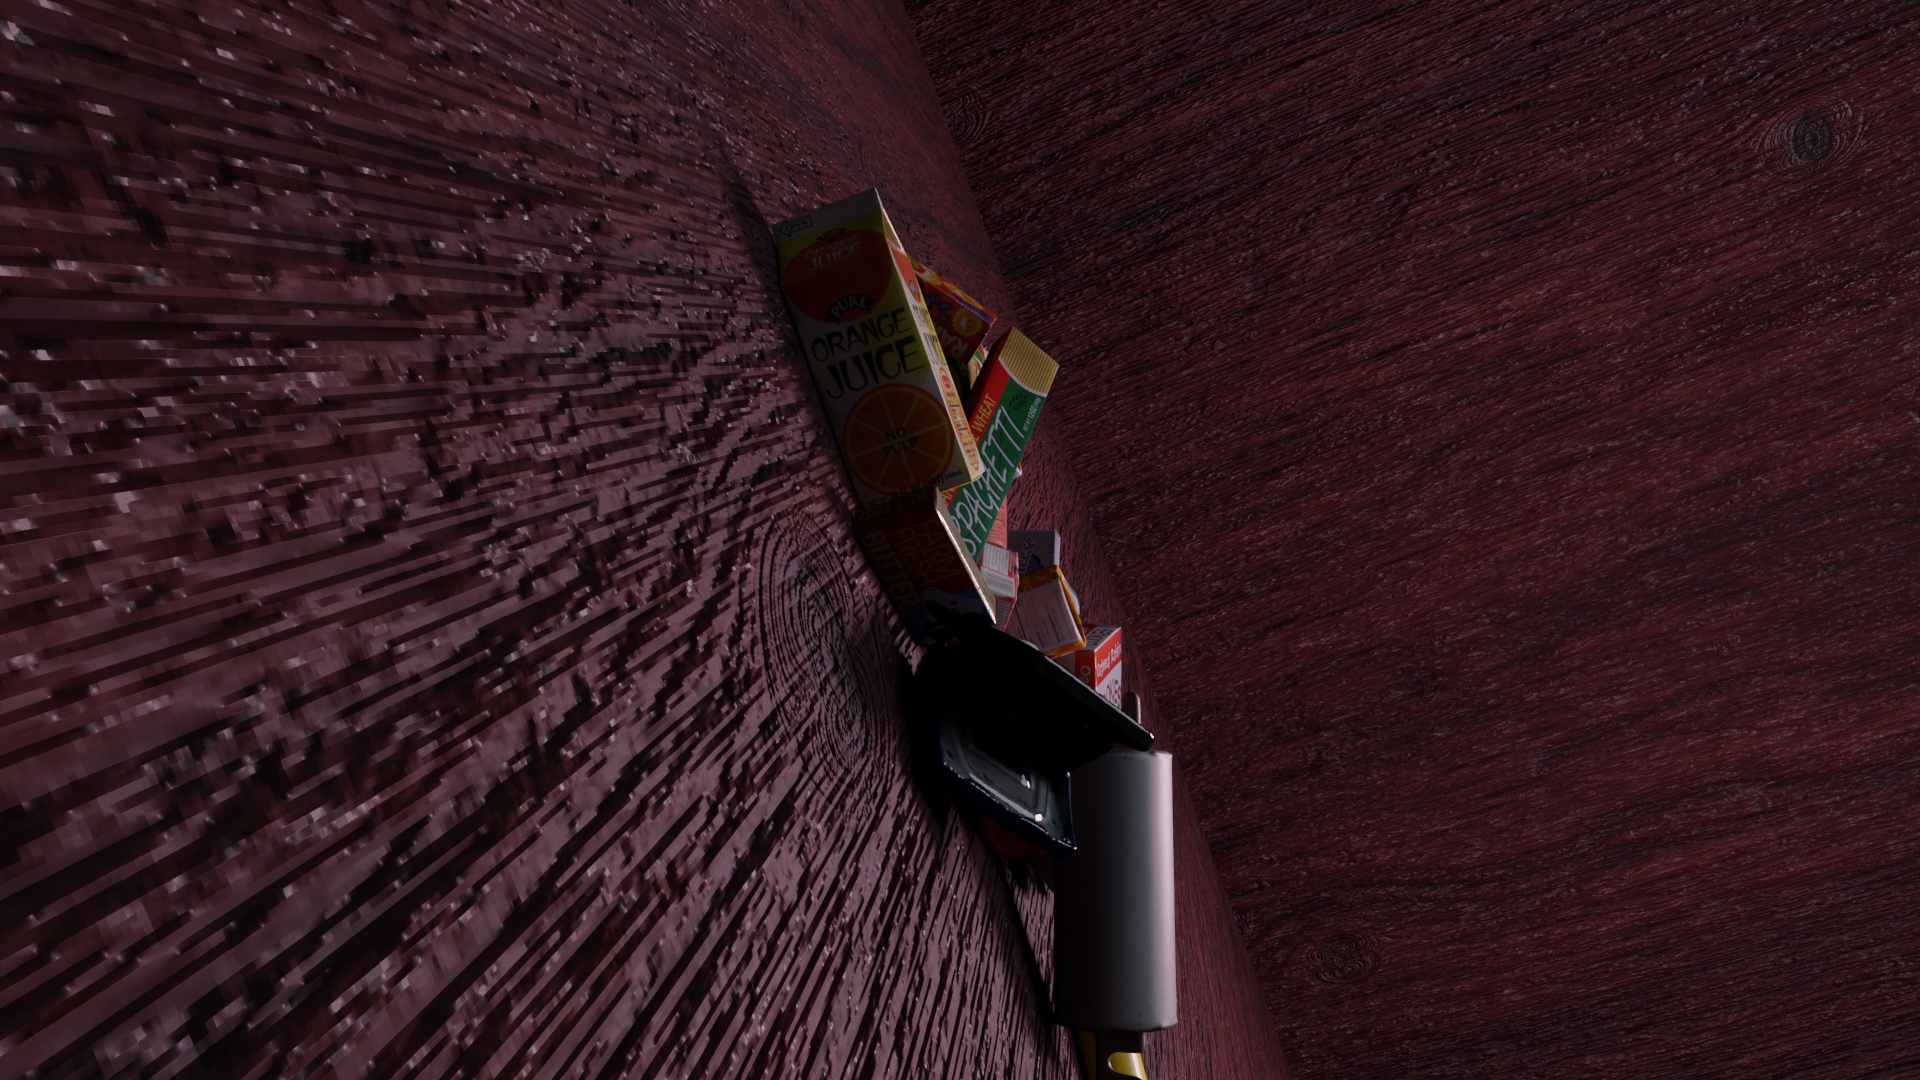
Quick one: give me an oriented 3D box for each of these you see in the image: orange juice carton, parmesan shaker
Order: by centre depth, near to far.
[{"bbox_3d":[-0.053,-0.117,0.864,0.073,0.072,0.192,-39,109,-81],"label":"orange juice carton"},{"bbox_3d":[-0.021,-0.122,1.087,0.103,0.071,0.071,-77,146,-74],"label":"parmesan shaker"}]

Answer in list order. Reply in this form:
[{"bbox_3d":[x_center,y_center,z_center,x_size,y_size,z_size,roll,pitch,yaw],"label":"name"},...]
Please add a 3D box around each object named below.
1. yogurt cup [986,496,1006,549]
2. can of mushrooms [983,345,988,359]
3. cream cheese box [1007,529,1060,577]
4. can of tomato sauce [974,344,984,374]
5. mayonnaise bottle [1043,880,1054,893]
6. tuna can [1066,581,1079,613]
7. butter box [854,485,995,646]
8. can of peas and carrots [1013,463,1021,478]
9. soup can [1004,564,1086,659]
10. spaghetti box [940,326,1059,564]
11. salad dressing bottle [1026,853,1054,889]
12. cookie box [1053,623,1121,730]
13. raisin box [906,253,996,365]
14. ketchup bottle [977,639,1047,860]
[{"bbox_3d":[0.004,-0.013,1.016,0.072,0.072,0.054,51,29,-66],"label":"yogurt cup"},{"bbox_3d":[-0.002,-0.152,1.278,0.071,0.071,0.033,-76,146,-75],"label":"can of mushrooms"},{"bbox_3d":[0.050,0.044,1.106,0.024,0.053,0.104,43,48,-71],"label":"cream cheese box"},{"bbox_3d":[-0.010,-0.139,1.194,0.083,0.071,0.071,-92,161,-61],"label":"can of tomato sauce"},{"bbox_3d":[0.070,0.178,1.012,0.041,0.065,0.148,49,20,-66],"label":"mayonnaise bottle"},{"bbox_3d":[0.071,0.059,1.273,0.032,0.071,0.071,54,19,-61],"label":"tuna can"},{"bbox_3d":[-0.020,0.017,0.833,0.024,0.053,0.103,-95,163,-49],"label":"butter box"},{"bbox_3d":[0.017,-0.082,1.264,0.071,0.059,0.071,-22,92,-82],"label":"can of peas and carrots"},{"bbox_3d":[0.043,0.061,1.021,0.071,0.084,0.071,-22,92,-82],"label":"soup can"},{"bbox_3d":[0.017,-0.066,0.987,0.050,0.028,0.251,38,42,-13],"label":"spaghetti box"},{"bbox_3d":[0.054,0.164,0.957,0.148,0.064,0.044,65,16,17],"label":"salad dressing bottle"},{"bbox_3d":[0.100,0.158,1.104,0.123,0.040,0.167,-18,107,-74],"label":"cookie box"},{"bbox_3d":[-0.035,-0.181,1.021,0.123,0.040,0.086,33,13,-4],"label":"raisin box"},{"bbox_3d":[0.036,0.129,0.898,0.149,0.043,0.064,-87,160,-48],"label":"ketchup bottle"}]
